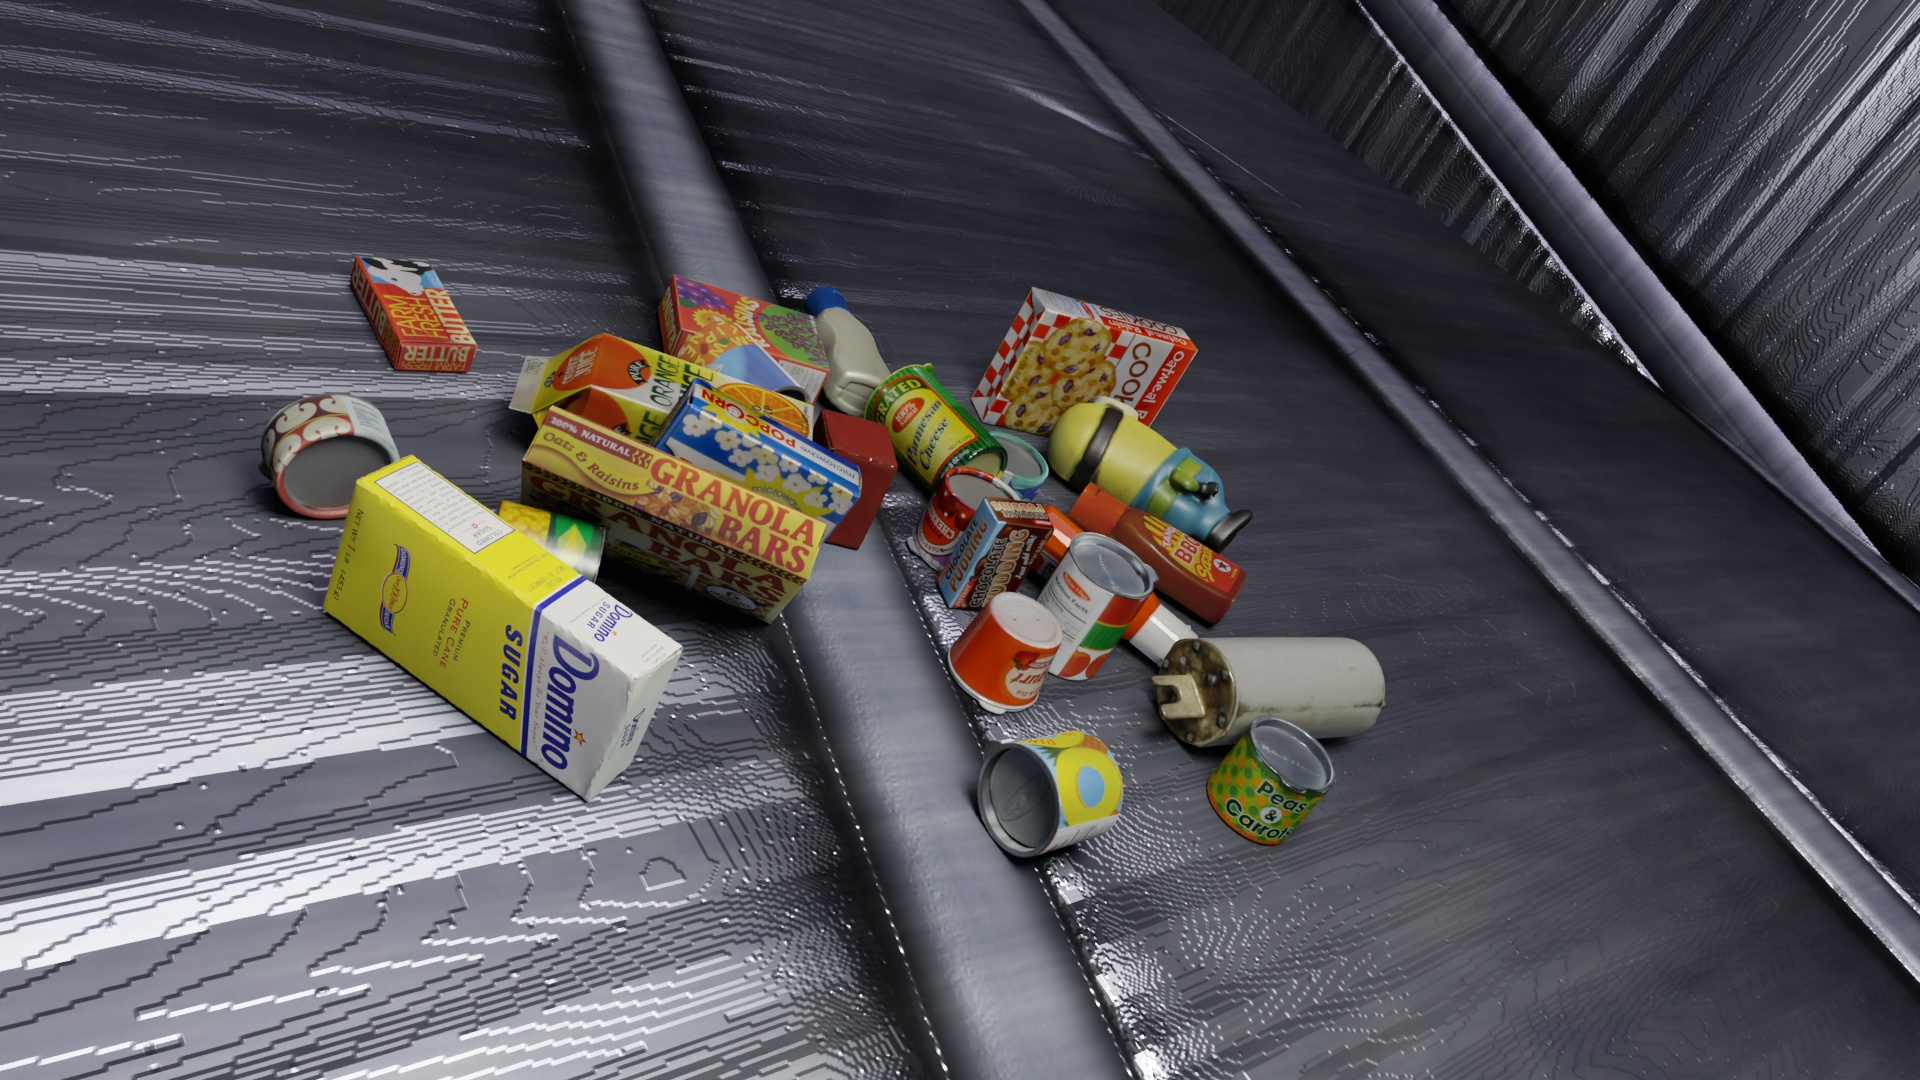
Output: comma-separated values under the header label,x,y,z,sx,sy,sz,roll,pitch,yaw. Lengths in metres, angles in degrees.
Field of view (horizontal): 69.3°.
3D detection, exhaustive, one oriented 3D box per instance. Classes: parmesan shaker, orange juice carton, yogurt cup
label,x,y,z,sx,sy,sz,roll,pitch,yaw
parmesan shaker,-0.017,-0.083,1.088,0.071,0.071,0.103,-10,49,-47
orange juice carton,-0.199,-0.075,0.925,0.193,0.072,0.072,18,33,-17
yogurt cup,0.032,0.071,0.923,0.072,0.053,0.073,21,31,-14

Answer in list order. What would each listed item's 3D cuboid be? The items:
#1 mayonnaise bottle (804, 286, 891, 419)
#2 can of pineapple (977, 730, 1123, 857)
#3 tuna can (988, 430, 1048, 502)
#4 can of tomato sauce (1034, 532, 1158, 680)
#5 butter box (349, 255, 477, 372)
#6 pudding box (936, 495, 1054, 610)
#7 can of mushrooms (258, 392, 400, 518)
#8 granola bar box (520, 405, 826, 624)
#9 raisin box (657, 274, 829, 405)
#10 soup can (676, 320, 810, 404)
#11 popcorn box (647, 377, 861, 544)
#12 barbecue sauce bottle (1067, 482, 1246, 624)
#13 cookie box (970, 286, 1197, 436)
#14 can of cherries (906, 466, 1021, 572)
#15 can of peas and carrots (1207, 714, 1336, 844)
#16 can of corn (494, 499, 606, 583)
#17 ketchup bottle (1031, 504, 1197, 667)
label,x,y,z,sx,sy,sz,roll,pitch,yaw
mayonnaise bottle,-0.098,-0.160,1.164,0.065,0.041,0.149,21,29,-35
can of pineapple,0.053,0.146,0.817,0.058,0.070,0.071,-3,44,-44
tuna can,0.038,-0.058,1.134,0.071,0.032,0.071,21,32,-14
can of tomato sauce,0.089,0.047,0.975,0.071,0.082,0.071,21,32,-14
butter box,-0.372,-0.154,0.944,0.053,0.024,0.104,-3,44,-43
pudding box,0.023,0.010,0.975,0.050,0.083,0.030,8,37,-33
can of mushrooms,-0.349,-0.045,0.768,0.071,0.070,0.033,-3,44,-42
granola bar box,-0.170,-0.011,0.812,0.165,0.124,0.039,24,69,-10
raisin box,-0.173,-0.158,1.102,0.123,0.040,0.086,13,35,-27
soup can,-0.163,-0.110,1.014,0.084,0.071,0.071,45,34,25
popcorn box,-0.138,-0.037,0.888,0.126,0.085,0.038,29,29,-23
barbecue sauce bottle,0.157,0.008,1.128,0.148,0.043,0.065,33,32,7
cookie box,0.111,-0.148,1.238,0.168,0.122,0.040,9,37,-30
can of cherries,0.004,-0.013,1.016,0.071,0.058,0.072,22,32,-14
can of peas and carrots,0.208,0.162,0.931,0.071,0.058,0.071,21,33,-14
can of corn,-0.235,0.017,0.769,0.058,0.070,0.071,16,33,-20
ketchup bottle,0.109,0.037,1.033,0.149,0.064,0.044,40,73,6
